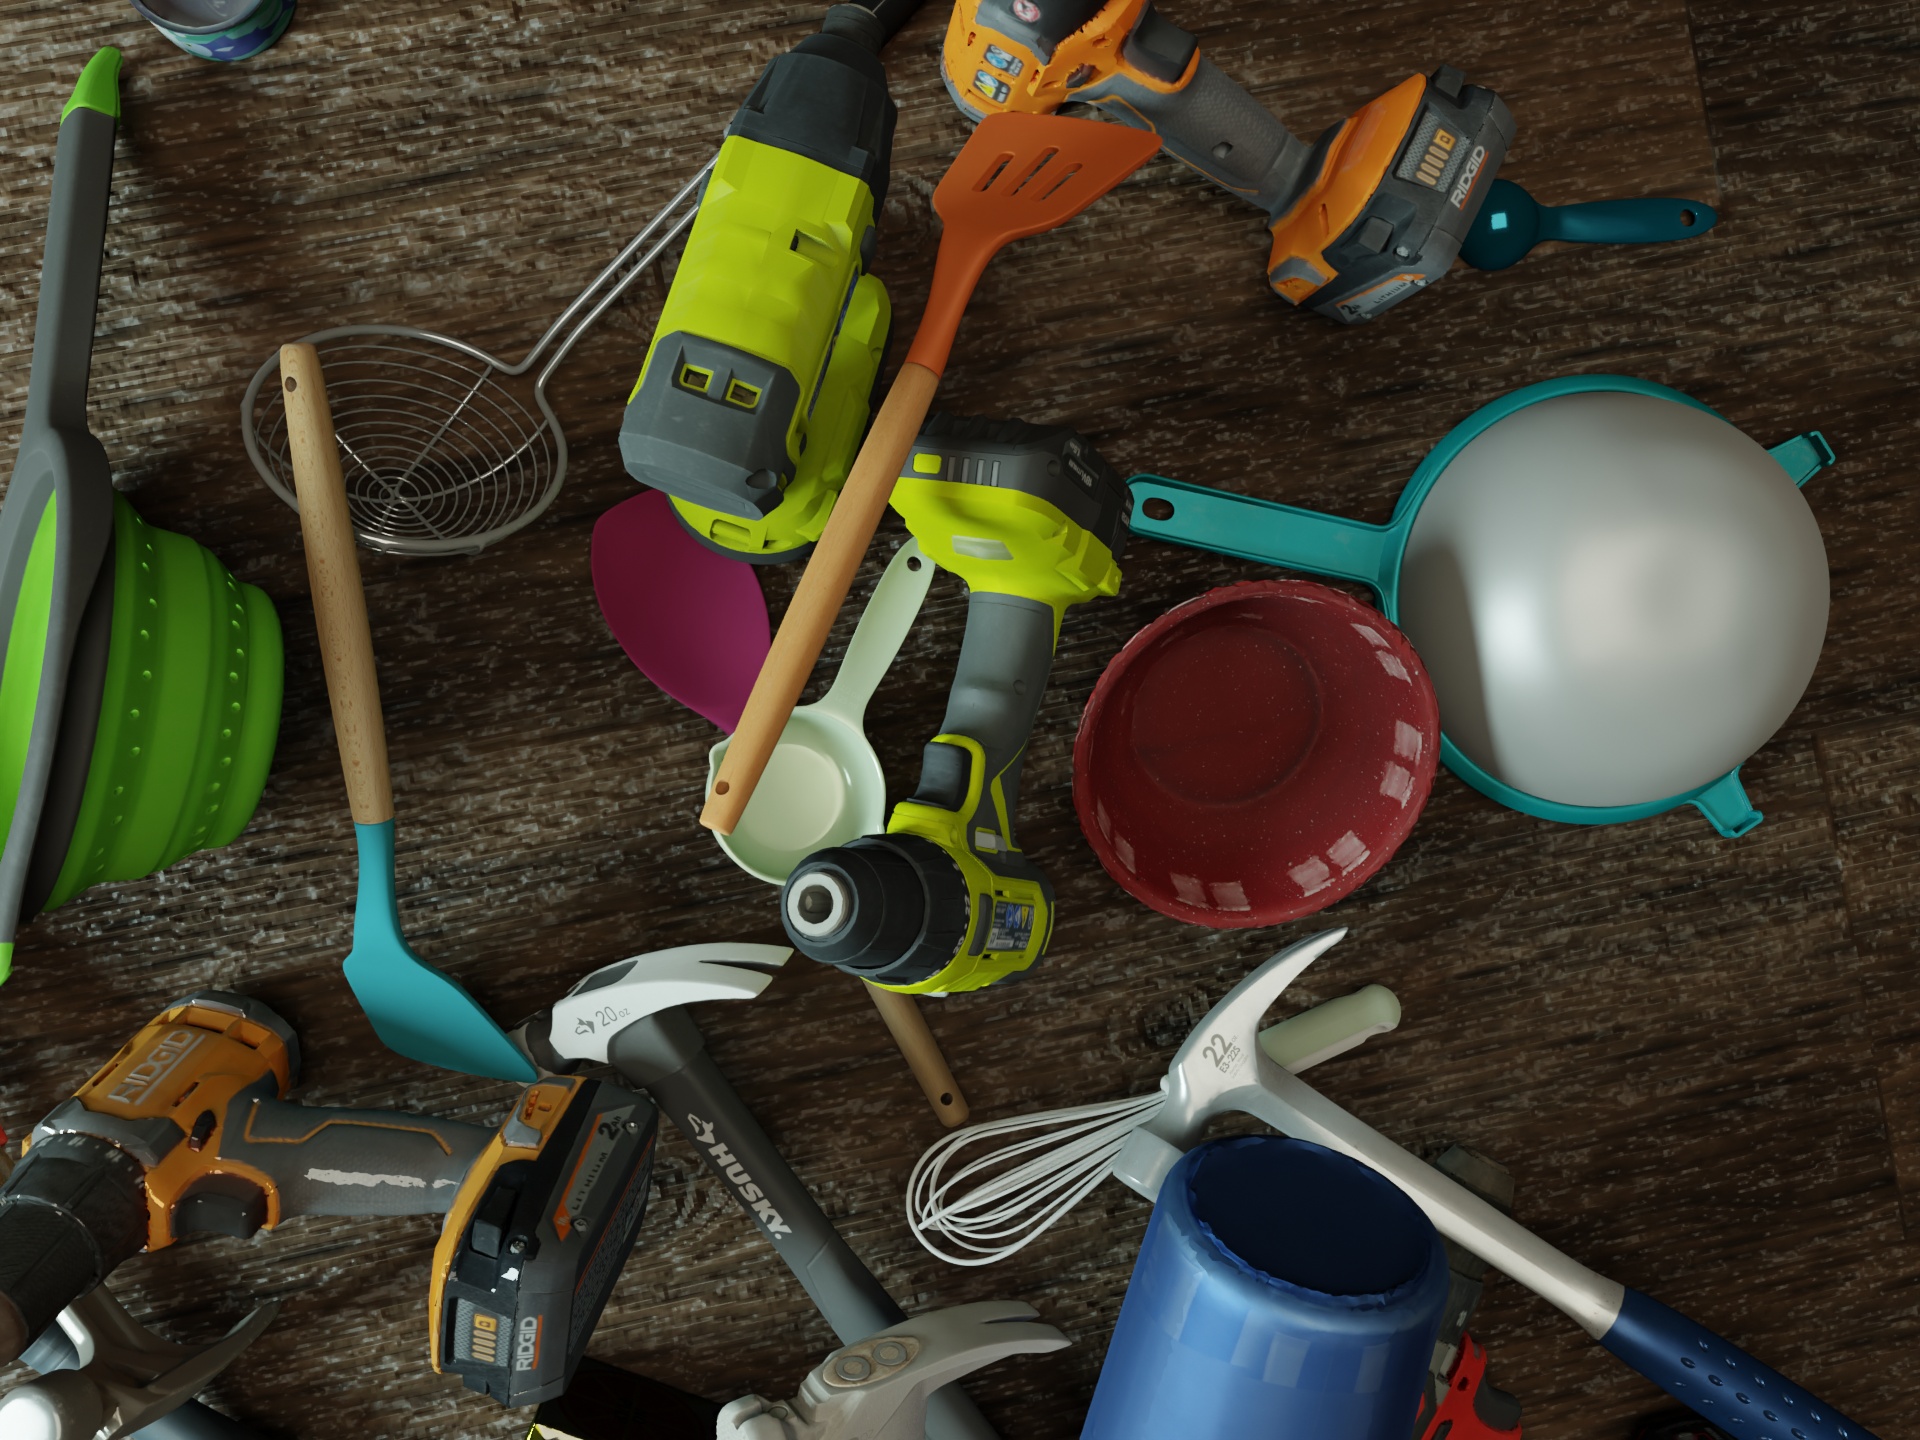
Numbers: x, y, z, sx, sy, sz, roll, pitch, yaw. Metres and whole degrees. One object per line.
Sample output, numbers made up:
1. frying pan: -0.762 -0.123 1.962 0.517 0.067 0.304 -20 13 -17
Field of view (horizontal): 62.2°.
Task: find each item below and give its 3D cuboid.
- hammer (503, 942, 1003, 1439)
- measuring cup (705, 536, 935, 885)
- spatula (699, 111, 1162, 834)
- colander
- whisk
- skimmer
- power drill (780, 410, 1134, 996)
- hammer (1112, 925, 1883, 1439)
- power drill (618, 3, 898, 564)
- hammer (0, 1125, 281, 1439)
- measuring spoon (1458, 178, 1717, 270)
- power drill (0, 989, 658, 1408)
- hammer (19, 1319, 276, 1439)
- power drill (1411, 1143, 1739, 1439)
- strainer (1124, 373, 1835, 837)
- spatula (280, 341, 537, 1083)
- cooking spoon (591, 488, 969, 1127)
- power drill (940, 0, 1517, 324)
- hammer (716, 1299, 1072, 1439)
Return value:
1. hammer: -0.053 0.240 0.696 0.146 0.035 0.334 -30 101 30
2. measuring cup: -0.054 -0.006 0.699 0.083 0.038 0.168 28 78 -11
3. spatula: -0.020 -0.104 0.596 0.081 0.041 0.323 18 78 26
4. colander: -0.335 -0.086 0.656 0.094 0.204 0.397 9 73 -38
5. whisk: 0.090 0.177 0.722 0.246 0.057 0.059 -23 63 -8
6. skimmer: -0.139 -0.213 0.669 0.127 0.090 0.363 43 87 10
7. power drill: -0.001 -0.002 0.642 0.080 0.190 0.228 9 85 22
8. hammer: 0.272 0.243 0.682 0.405 0.035 0.144 33 81 2
9. power drill: -0.068 -0.149 0.606 0.080 0.223 0.171 18 85 -4
10. hammer: -0.433 0.141 0.661 0.036 0.149 0.359 -42 83 1
11. measuring spoon: 0.292 -0.233 0.736 0.128 0.021 0.042 -3 92 -3
12. power drill: -0.250 0.191 0.609 0.226 0.185 0.084 12 113 3
13. hammer: -0.446 0.213 0.666 0.386 0.143 0.038 44 63 -15
14. power drill: 0.266 0.319 0.726 0.226 0.080 0.188 29 89 -2
15. strainer: 0.239 -0.067 0.701 0.340 0.095 0.211 11 91 -6
16. spatula: -0.232 0.011 0.635 0.082 0.044 0.317 5 109 23
17. cooking spoon: -0.075 0.043 0.718 0.069 0.017 0.319 -28 93 -13
18. power drill: 0.104 -0.258 0.652 0.226 0.164 0.084 26 88 -7
19. hammer: -0.028 0.441 0.679 0.146 0.038 0.410 -9 110 -32
